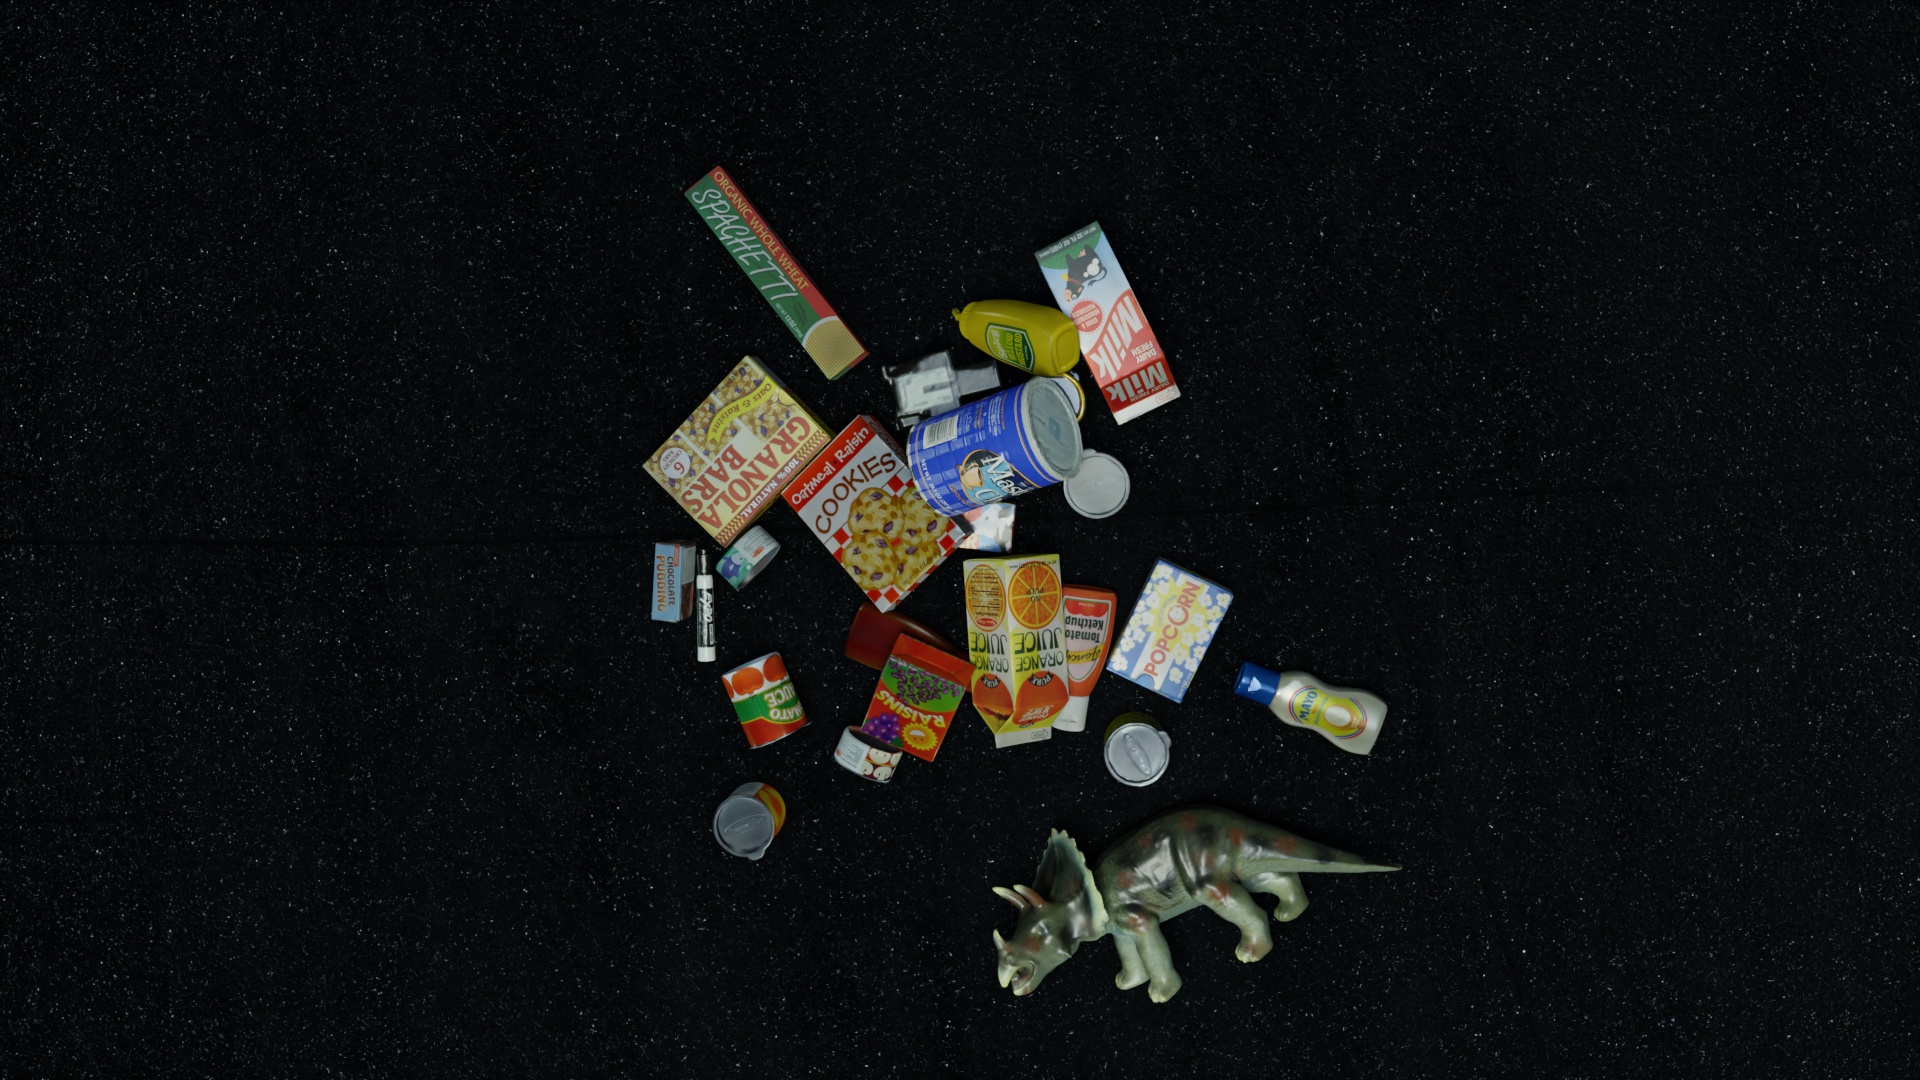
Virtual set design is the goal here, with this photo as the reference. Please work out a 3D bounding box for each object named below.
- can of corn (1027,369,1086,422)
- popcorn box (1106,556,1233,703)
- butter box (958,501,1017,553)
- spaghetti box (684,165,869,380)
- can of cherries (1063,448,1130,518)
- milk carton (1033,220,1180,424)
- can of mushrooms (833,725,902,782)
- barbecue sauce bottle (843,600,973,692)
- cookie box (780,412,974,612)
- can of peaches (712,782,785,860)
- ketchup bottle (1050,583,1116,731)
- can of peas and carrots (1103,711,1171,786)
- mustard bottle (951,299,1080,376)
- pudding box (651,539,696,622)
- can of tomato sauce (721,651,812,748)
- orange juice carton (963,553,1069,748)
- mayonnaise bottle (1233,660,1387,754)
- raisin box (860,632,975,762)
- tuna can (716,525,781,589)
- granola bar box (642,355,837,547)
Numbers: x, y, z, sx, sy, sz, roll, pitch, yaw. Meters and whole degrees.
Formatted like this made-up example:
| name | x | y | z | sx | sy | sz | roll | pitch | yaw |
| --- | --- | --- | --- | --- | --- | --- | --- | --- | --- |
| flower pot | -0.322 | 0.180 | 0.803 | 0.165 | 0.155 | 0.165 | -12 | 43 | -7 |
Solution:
| name | x | y | z | sx | sy | sz | roll | pitch | yaw |
| --- | --- | --- | --- | --- | --- | --- | --- | --- | --- |
| can of corn | 0.096 | -0.142 | 1.411 | 0.071 | 0.058 | 0.071 | 1 | 95 | 6 |
| popcorn box | 0.215 | 0.091 | 1.429 | 0.085 | 0.038 | 0.126 | 25 | 97 | 2 |
| butter box | 0.005 | -0.018 | 1.448 | 0.103 | 0.024 | 0.053 | 6 | 95 | 5 |
| spaghetti box | -0.192 | -0.278 | 1.445 | 0.050 | 0.029 | 0.250 | -38 | 90 | 7 |
| can of cherries | 0.139 | -0.060 | 1.414 | 0.071 | 0.058 | 0.071 | 1 | 95 | 7 |
| milk carton | 0.148 | -0.216 | 1.392 | 0.072 | 0.073 | 0.190 | -26 | 92 | 7 |
| can of mushrooms | -0.095 | 0.224 | 1.460 | 0.071 | 0.071 | 0.033 | 24 | 96 | 3 |
| barbecue sauce bottle | -0.044 | 0.118 | 1.455 | 0.148 | 0.044 | 0.064 | 21 | 109 | 3 |
| cookie box | -0.086 | -0.029 | 1.432 | 0.122 | 0.040 | 0.167 | -44 | 81 | 15 |
| can of peaches | -0.224 | 0.299 | 1.482 | 0.071 | 0.058 | 0.071 | 0 | 95 | 5 |
| ketchup bottle | 0.121 | 0.121 | 1.439 | 0.065 | 0.043 | 0.148 | 8 | 96 | -2 |
| can of peas and carrots | 0.183 | 0.212 | 1.432 | 0.071 | 0.059 | 0.071 | 0 | 95 | 5 |
| mustard bottle | 0.047 | -0.209 | 1.391 | 0.160 | 0.049 | 0.065 | 23 | 137 | 40 |
| pudding box | -0.304 | 0.042 | 1.473 | 0.030 | 0.050 | 0.083 | 5 | 96 | 7 |
| can of tomato sauce | -0.205 | 0.167 | 1.464 | 0.071 | 0.071 | 0.083 | -23 | 92 | 8 |
| orange juice carton | 0.058 | 0.111 | 1.412 | 0.072 | 0.073 | 0.192 | -6 | 92 | -36 |
| mayonnaise bottle | 0.355 | 0.165 | 1.419 | 0.148 | 0.041 | 0.064 | 20 | 99 | 3 |
| raisin box | -0.045 | 0.163 | 1.432 | 0.086 | 0.040 | 0.122 | 23 | 129 | 1 |
| tuna can | -0.223 | 0.019 | 1.456 | 0.033 | 0.071 | 0.071 | 44 | 98 | 2 |
| granola bar box | -0.232 | -0.093 | 1.459 | 0.124 | 0.039 | 0.165 | 45 | 98 | 1 |
